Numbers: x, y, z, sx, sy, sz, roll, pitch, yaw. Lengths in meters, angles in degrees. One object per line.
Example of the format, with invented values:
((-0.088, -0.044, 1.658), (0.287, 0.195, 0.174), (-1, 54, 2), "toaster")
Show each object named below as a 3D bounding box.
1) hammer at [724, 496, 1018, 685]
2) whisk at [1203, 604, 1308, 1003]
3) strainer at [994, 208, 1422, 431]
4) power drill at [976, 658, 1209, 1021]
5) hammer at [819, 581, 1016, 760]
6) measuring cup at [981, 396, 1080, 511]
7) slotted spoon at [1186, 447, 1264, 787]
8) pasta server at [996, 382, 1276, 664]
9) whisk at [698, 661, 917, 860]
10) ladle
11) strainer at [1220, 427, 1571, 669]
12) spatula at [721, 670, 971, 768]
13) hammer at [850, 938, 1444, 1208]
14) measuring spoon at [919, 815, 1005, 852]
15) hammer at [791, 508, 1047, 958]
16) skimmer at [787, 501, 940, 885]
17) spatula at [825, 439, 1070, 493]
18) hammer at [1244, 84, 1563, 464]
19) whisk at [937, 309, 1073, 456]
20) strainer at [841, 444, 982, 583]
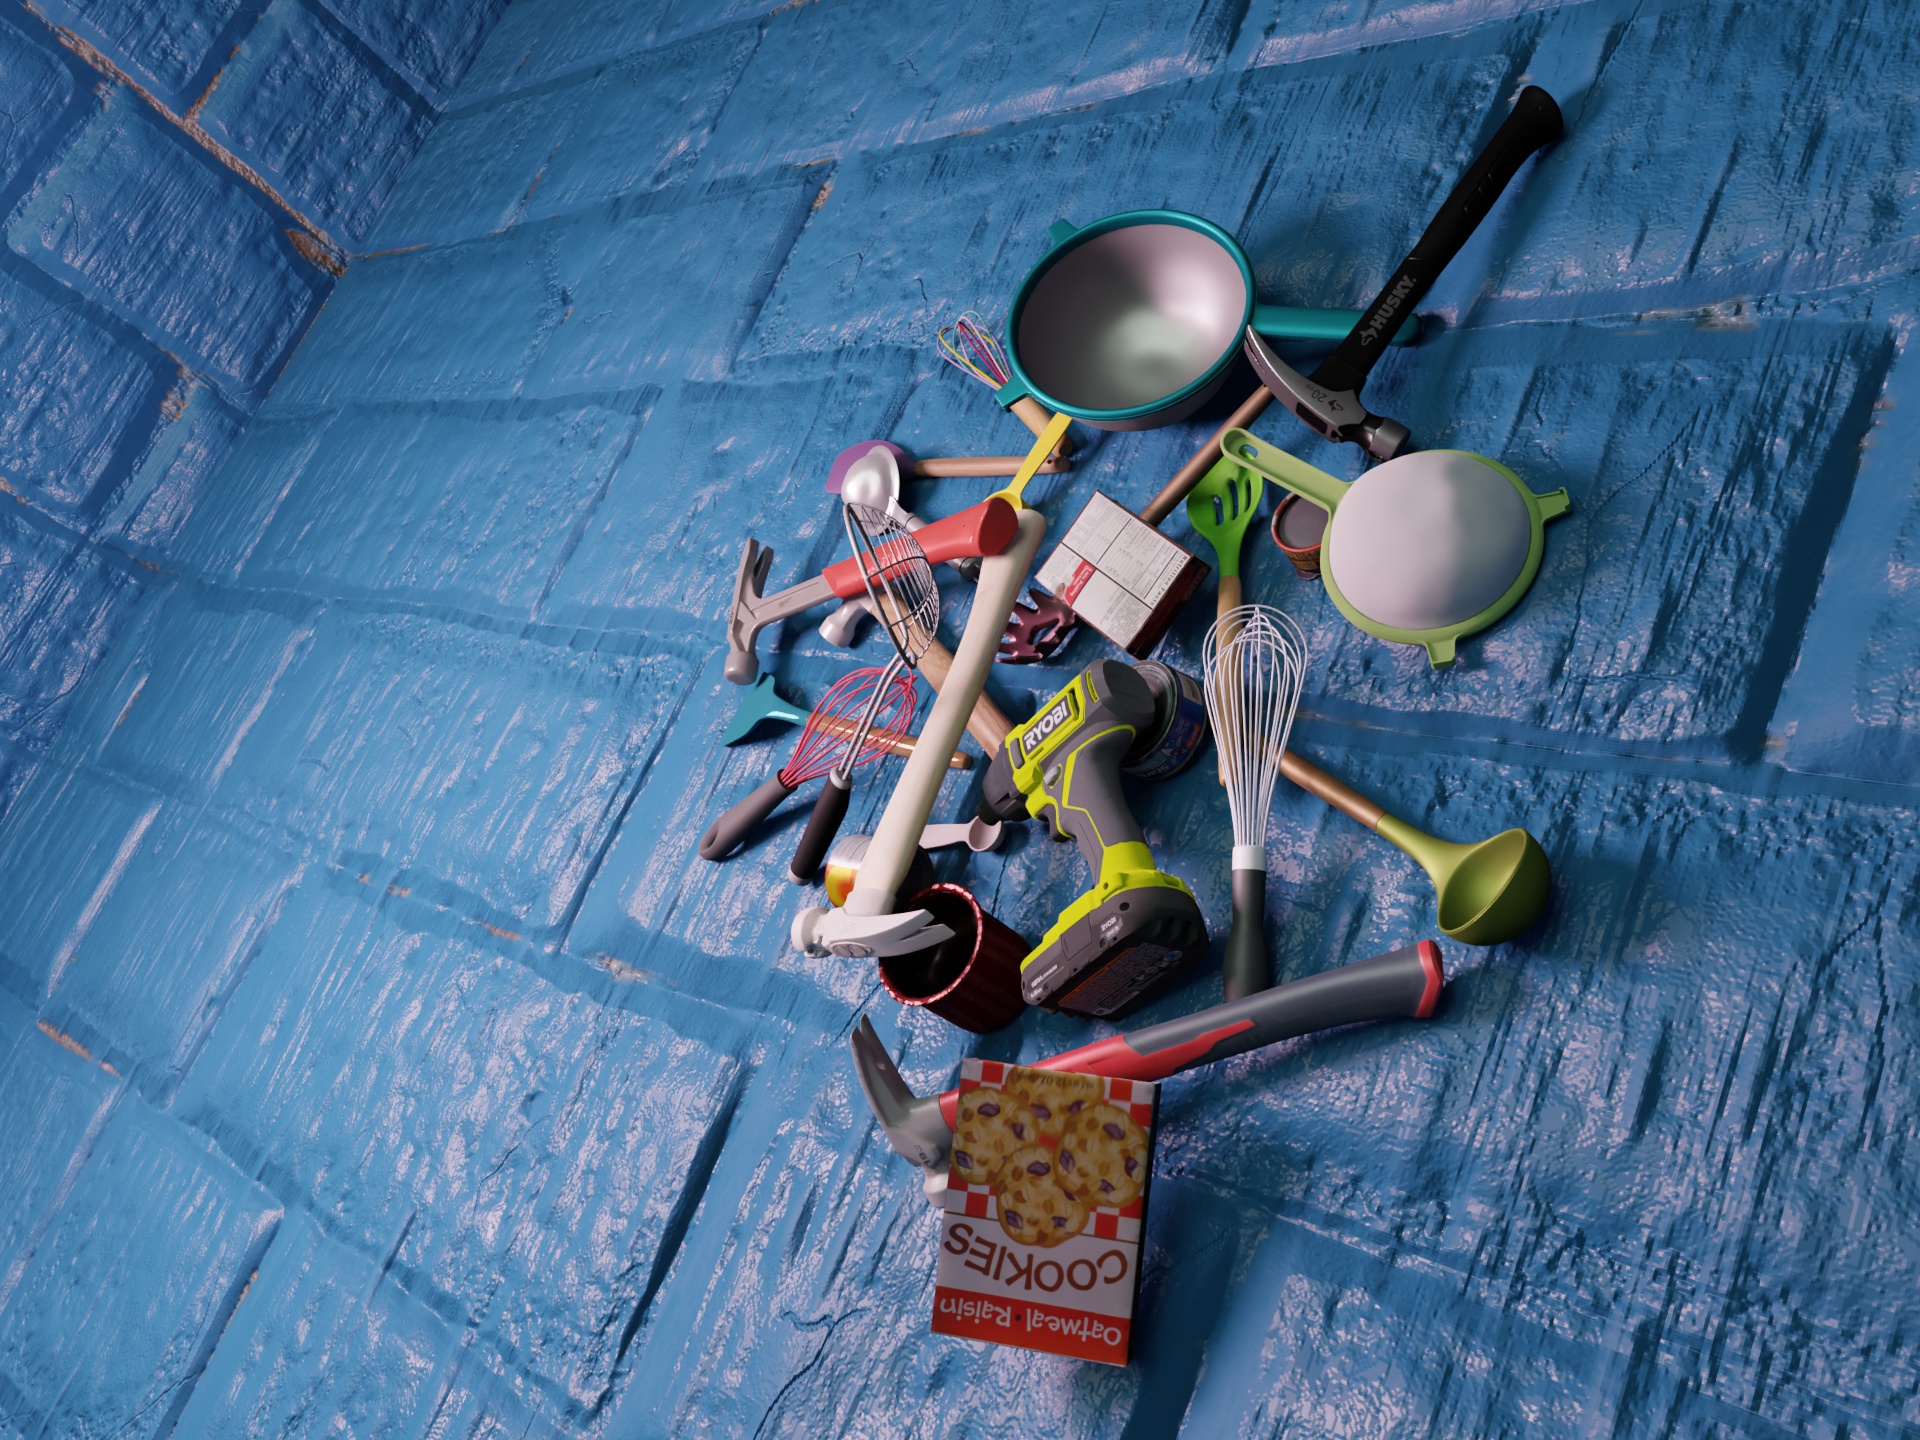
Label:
((-0.087, -0.138, 1.406), (0.359, 0.036, 0.149), (-16, 58, 44), "hammer")
((0.194, 0.060, 1.053), (0.070, 0.070, 0.285), (-6, 75, 38), "whisk")
((0.209, -0.310, 1.318), (0.340, 0.095, 0.211), (9, 69, 22), "strainer")
((0.083, 0.090, 1.120), (0.171, 0.080, 0.223), (-44, 42, 35), "power drill")
((-0.015, -0.045, 1.344), (0.130, 0.031, 0.332), (-56, 43, 15), "hammer")
((0.066, -0.211, 1.393), (0.062, 0.029, 0.156), (34, 91, 46), "measuring cup")
((0.199, -0.083, 1.183), (0.070, 0.031, 0.314), (-23, 45, 35), "slotted spoon")
((0.141, -0.158, 1.265), (0.316, 0.040, 0.060), (-47, 43, 17), "pasta server")
((-0.137, 0.042, 1.360), (0.295, 0.073, 0.073), (-39, 42, 32), "whisk")
((0.253, 0.050, 1.040), (0.078, 0.062, 0.320), (-53, 39, 1), "ladle")
((0.277, -0.158, 1.107), (0.257, 0.069, 0.151), (36, 86, 32), "strainer")
((-0.106, 0.009, 1.405), (0.318, 0.044, 0.082), (14, 70, 40), "spatula")
((0.115, 0.200, 1.015), (0.386, 0.143, 0.038), (-23, 12, 22), "hammer")
((-0.008, 0.094, 1.269), (0.124, 0.018, 0.034), (-10, 57, 44), "measuring spoon")
((-0.002, -0.004, 1.220), (0.146, 0.038, 0.411), (-13, 45, 45), "hammer")
((-0.101, -0.002, 1.227), (0.127, 0.090, 0.363), (-108, 34, -44), "skimmer")
((-0.019, -0.241, 1.504), (0.316, 0.018, 0.060), (8, 74, 45), "spatula")
((0.354, -0.357, 1.215), (0.146, 0.035, 0.335), (34, 79, 13), "hammer")
((0.045, -0.316, 1.487), (0.051, 0.047, 0.245), (-51, 45, 18), "whisk")
((-0.051, -0.187, 1.472), (0.259, 0.050, 0.086), (41, 123, 42), "strainer")
